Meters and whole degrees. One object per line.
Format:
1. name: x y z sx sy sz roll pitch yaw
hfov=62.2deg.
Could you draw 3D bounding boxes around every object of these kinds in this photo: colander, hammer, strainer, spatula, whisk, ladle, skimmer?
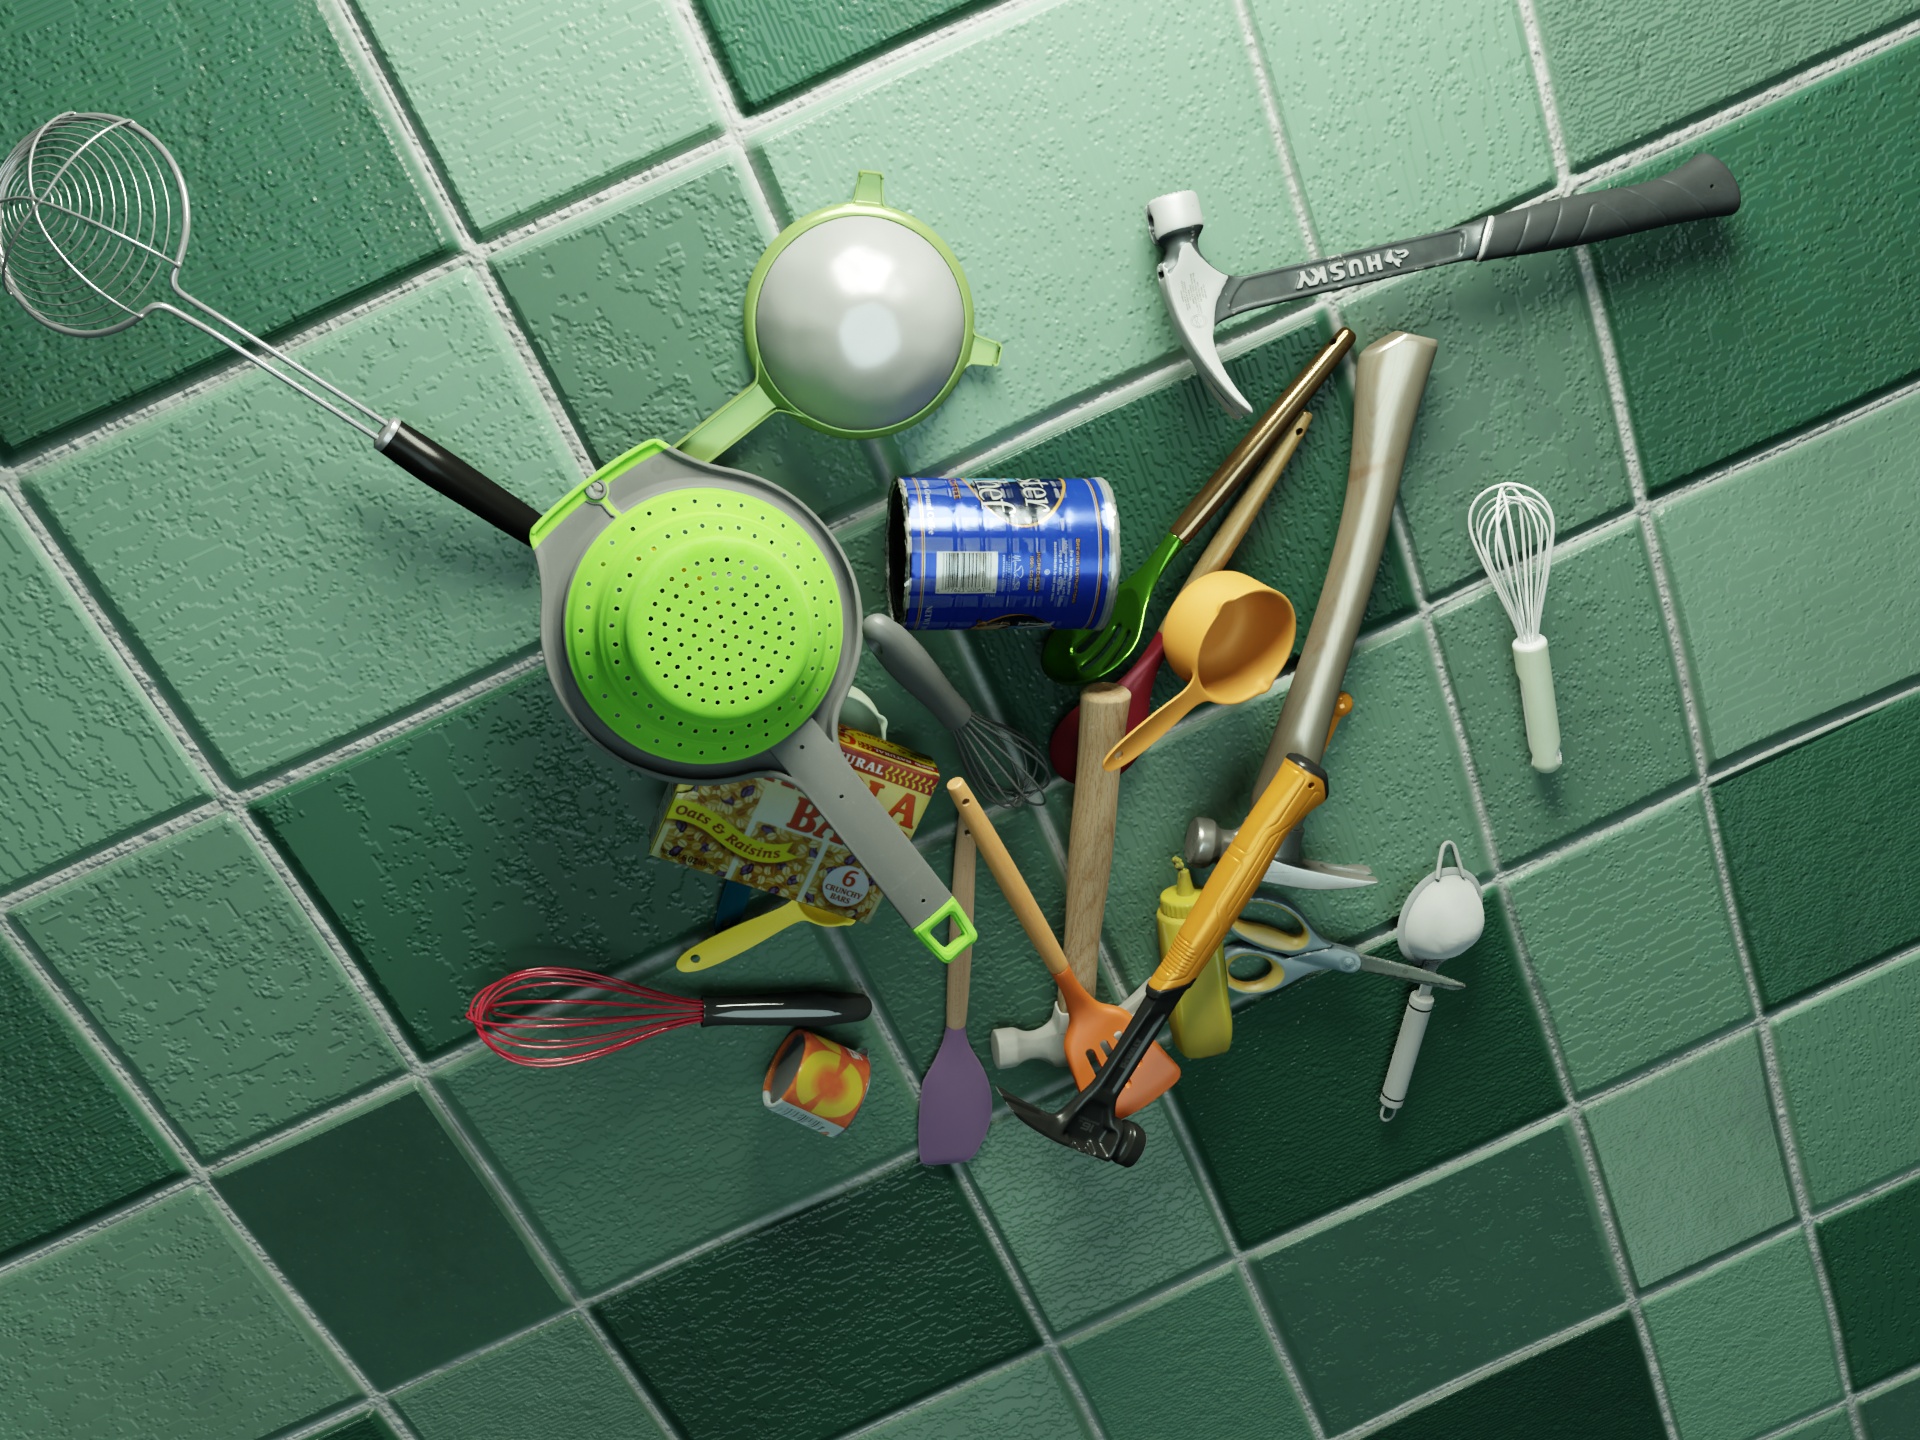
1. colander: -0.105 0.006 1.000 0.204 0.094 0.397 -39 104 -9
2. hammer: 0.331 -0.311 1.057 0.409 0.036 0.149 -14 94 -8
3. hammer: 0.281 -0.070 1.149 0.146 0.038 0.410 10 108 -5
4. strainer: 0.379 0.222 1.291 0.086 0.050 0.258 -3 116 -25
5. spatula: 0.066 0.168 1.158 0.081 0.041 0.322 -31 120 -3
6. whisk: -0.209 0.215 1.168 0.295 0.073 0.073 2 111 -17
7. hammer: 0.097 0.123 1.182 0.130 0.031 0.331 -4 120 -12
8. spatula: 0.000 0.212 1.226 0.059 0.018 0.315 -2 113 -11
9. ladle: 0.162 -0.082 1.136 0.069 0.031 0.315 26 103 -23
10. strainer: -0.103 -0.216 1.008 0.256 0.069 0.151 -37 113 3
11. hammer: 0.160 0.169 1.161 0.127 0.034 0.337 28 98 -27
12. whisk: -0.001 -0.002 1.085 0.055 0.055 0.238 -37 137 5
13. skimmer: -0.406 -0.219 0.974 0.363 0.090 0.127 34 99 -31
14. whisk: 0.422 -0.065 1.185 0.059 0.058 0.246 -3 120 28

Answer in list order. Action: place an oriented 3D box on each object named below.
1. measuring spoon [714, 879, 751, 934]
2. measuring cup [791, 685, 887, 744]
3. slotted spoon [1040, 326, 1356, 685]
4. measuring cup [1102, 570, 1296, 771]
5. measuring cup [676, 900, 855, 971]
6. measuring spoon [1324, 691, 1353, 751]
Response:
1. measuring spoon: -0.161 0.104 1.157 0.042 0.021 0.128 4 120 -28
2. measuring cup: -0.076 0.046 1.137 0.083 0.038 0.167 -23 117 0
3. slotted spoon: 0.168 -0.145 1.101 0.314 0.070 0.031 -51 134 5
4. measuring cup: 0.153 -0.033 1.107 0.173 0.052 0.095 -41 131 -5
5. measuring cup: -0.139 0.142 1.169 0.156 0.029 0.062 -26 114 3
6. measuring spoon: 0.266 0.031 1.207 0.021 0.011 0.117 21 106 -18
